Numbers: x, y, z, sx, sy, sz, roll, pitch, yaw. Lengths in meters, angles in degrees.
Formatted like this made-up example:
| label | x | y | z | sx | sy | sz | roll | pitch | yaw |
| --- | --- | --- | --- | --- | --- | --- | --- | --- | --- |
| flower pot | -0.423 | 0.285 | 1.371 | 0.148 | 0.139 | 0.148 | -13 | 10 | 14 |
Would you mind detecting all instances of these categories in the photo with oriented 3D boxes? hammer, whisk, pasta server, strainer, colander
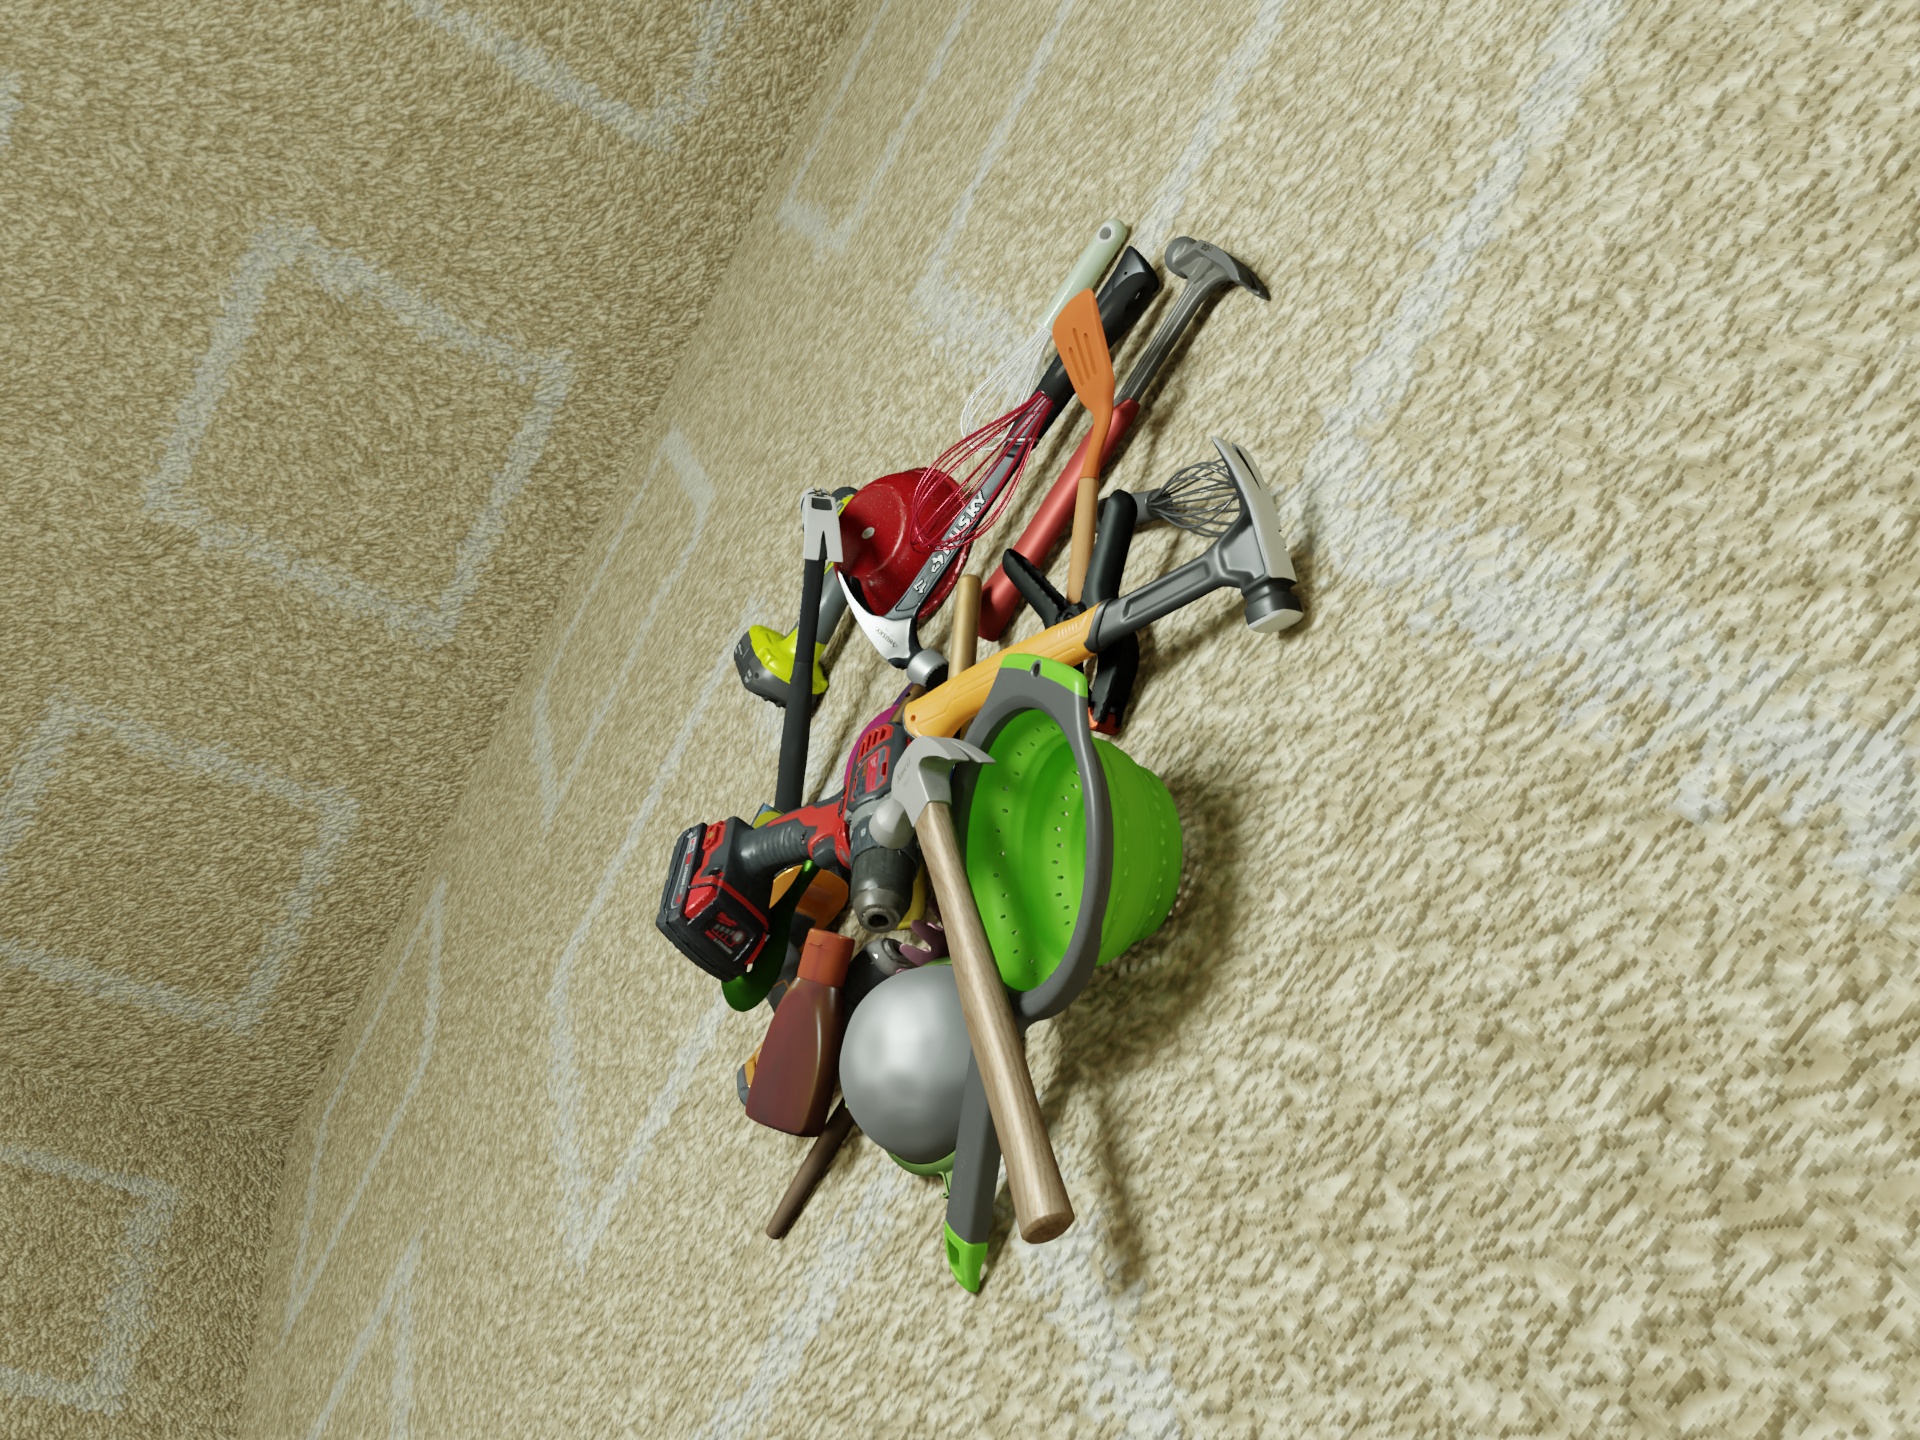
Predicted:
| label | x | y | z | sx | sy | sz | roll | pitch | yaw |
| --- | --- | --- | --- | --- | --- | --- | --- | --- | --- |
| hammer | 0.110 | -0.213 | 1.266 | 0.359 | 0.036 | 0.149 | -57 | 25 | 17 |
| hammer | 0.010 | 0.145 | 0.945 | 0.130 | 0.031 | 0.332 | 119 | 146 | -42 |
| whisk | -0.002 | -0.003 | 1.262 | 0.051 | 0.047 | 0.245 | -20 | 57 | 45 |
| whisk | 0.142 | -0.152 | 1.140 | 0.055 | 0.055 | 0.239 | -68 | 20 | -6 |
| hammer | -0.148 | -0.041 | 1.490 | 0.146 | 0.035 | 0.334 | -111 | 27 | -67 |
| whisk | 0.076 | -0.351 | 1.459 | 0.058 | 0.059 | 0.246 | 42 | 106 | 27 |
| hammer | 0.039 | -0.227 | 1.375 | 0.149 | 0.036 | 0.409 | 42 | 103 | 32 |
| whisk | 0.059 | -0.251 | 1.311 | 0.296 | 0.073 | 0.073 | -49 | 26 | 6 |
| pasta server | -0.078 | 0.268 | 1.203 | 0.316 | 0.040 | 0.060 | -60 | -11 | 17 |
| hammer | 0.077 | -0.063 | 1.082 | 0.337 | 0.034 | 0.127 | -28 | 67 | 40 |
| strainer | -0.017 | 0.180 | 1.076 | 0.152 | 0.069 | 0.256 | 25 | 95 | 54 |
| colander | 0.059 | 0.160 | 0.986 | 0.205 | 0.094 | 0.397 | -157 | 73 | -64 |

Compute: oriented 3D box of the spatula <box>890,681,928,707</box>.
| label | x | y | z | sx | sy | sz | roll | pitch | yaw |
| --- | --- | --- | --- | --- | --- | --- | --- | --- | --- |
| spatula | -0.108 | 0.090 | 1.452 | 0.316 | 0.018 | 0.060 | -58 | 34 | 15 |

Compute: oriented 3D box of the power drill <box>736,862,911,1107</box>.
| label | x | y | z | sx | sy | sz | roll | pitch | yaw |
| --- | --- | --- | --- | --- | --- | --- | --- | --- | --- |
| power drill | -0.122 | 0.194 | 1.314 | 0.185 | 0.084 | 0.226 | -49 | 33 | 20 |

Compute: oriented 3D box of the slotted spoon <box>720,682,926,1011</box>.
| label | x | y | z | sx | sy | sz | roll | pitch | yaw |
| --- | --- | --- | --- | --- | --- | --- | --- | --- | --- |
| slotted spoon | -0.109 | 0.096 | 1.304 | 0.070 | 0.031 | 0.314 | 5 | 56 | 47 |

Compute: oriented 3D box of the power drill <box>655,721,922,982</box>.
| label | x | y | z | sx | sy | sz | roll | pitch | yaw |
| --- | --- | --- | --- | --- | --- | --- | --- | --- | --- |
| power drill | -0.116 | 0.112 | 1.184 | 0.226 | 0.080 | 0.188 | -29 | 33 | 23 |

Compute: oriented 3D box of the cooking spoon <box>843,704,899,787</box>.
| label | x | y | z | sx | sy | sz | roll | pitch | yaw |
| --- | --- | --- | --- | --- | --- | --- | --- | --- | --- |
| cooking spoon | -0.119 | 0.126 | 1.433 | 0.069 | 0.017 | 0.319 | 41 | 110 | 31 |

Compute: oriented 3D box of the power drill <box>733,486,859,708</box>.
| label | x | y | z | sx | sy | sz | roll | pitch | yaw |
| --- | --- | --- | --- | --- | --- | --- | --- | --- | --- |
| power drill | -0.146 | -0.135 | 1.671 | 0.228 | 0.080 | 0.191 | -57 | 27 | 13 |

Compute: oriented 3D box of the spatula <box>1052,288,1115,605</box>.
| label | x | y | z | sx | sy | sz | roll | pitch | yaw |
| --- | --- | --- | --- | --- | --- | --- | --- | --- | --- |
| spatula | 0.085 | -0.157 | 1.187 | 0.081 | 0.041 | 0.323 | 157 | 120 | -70 |
